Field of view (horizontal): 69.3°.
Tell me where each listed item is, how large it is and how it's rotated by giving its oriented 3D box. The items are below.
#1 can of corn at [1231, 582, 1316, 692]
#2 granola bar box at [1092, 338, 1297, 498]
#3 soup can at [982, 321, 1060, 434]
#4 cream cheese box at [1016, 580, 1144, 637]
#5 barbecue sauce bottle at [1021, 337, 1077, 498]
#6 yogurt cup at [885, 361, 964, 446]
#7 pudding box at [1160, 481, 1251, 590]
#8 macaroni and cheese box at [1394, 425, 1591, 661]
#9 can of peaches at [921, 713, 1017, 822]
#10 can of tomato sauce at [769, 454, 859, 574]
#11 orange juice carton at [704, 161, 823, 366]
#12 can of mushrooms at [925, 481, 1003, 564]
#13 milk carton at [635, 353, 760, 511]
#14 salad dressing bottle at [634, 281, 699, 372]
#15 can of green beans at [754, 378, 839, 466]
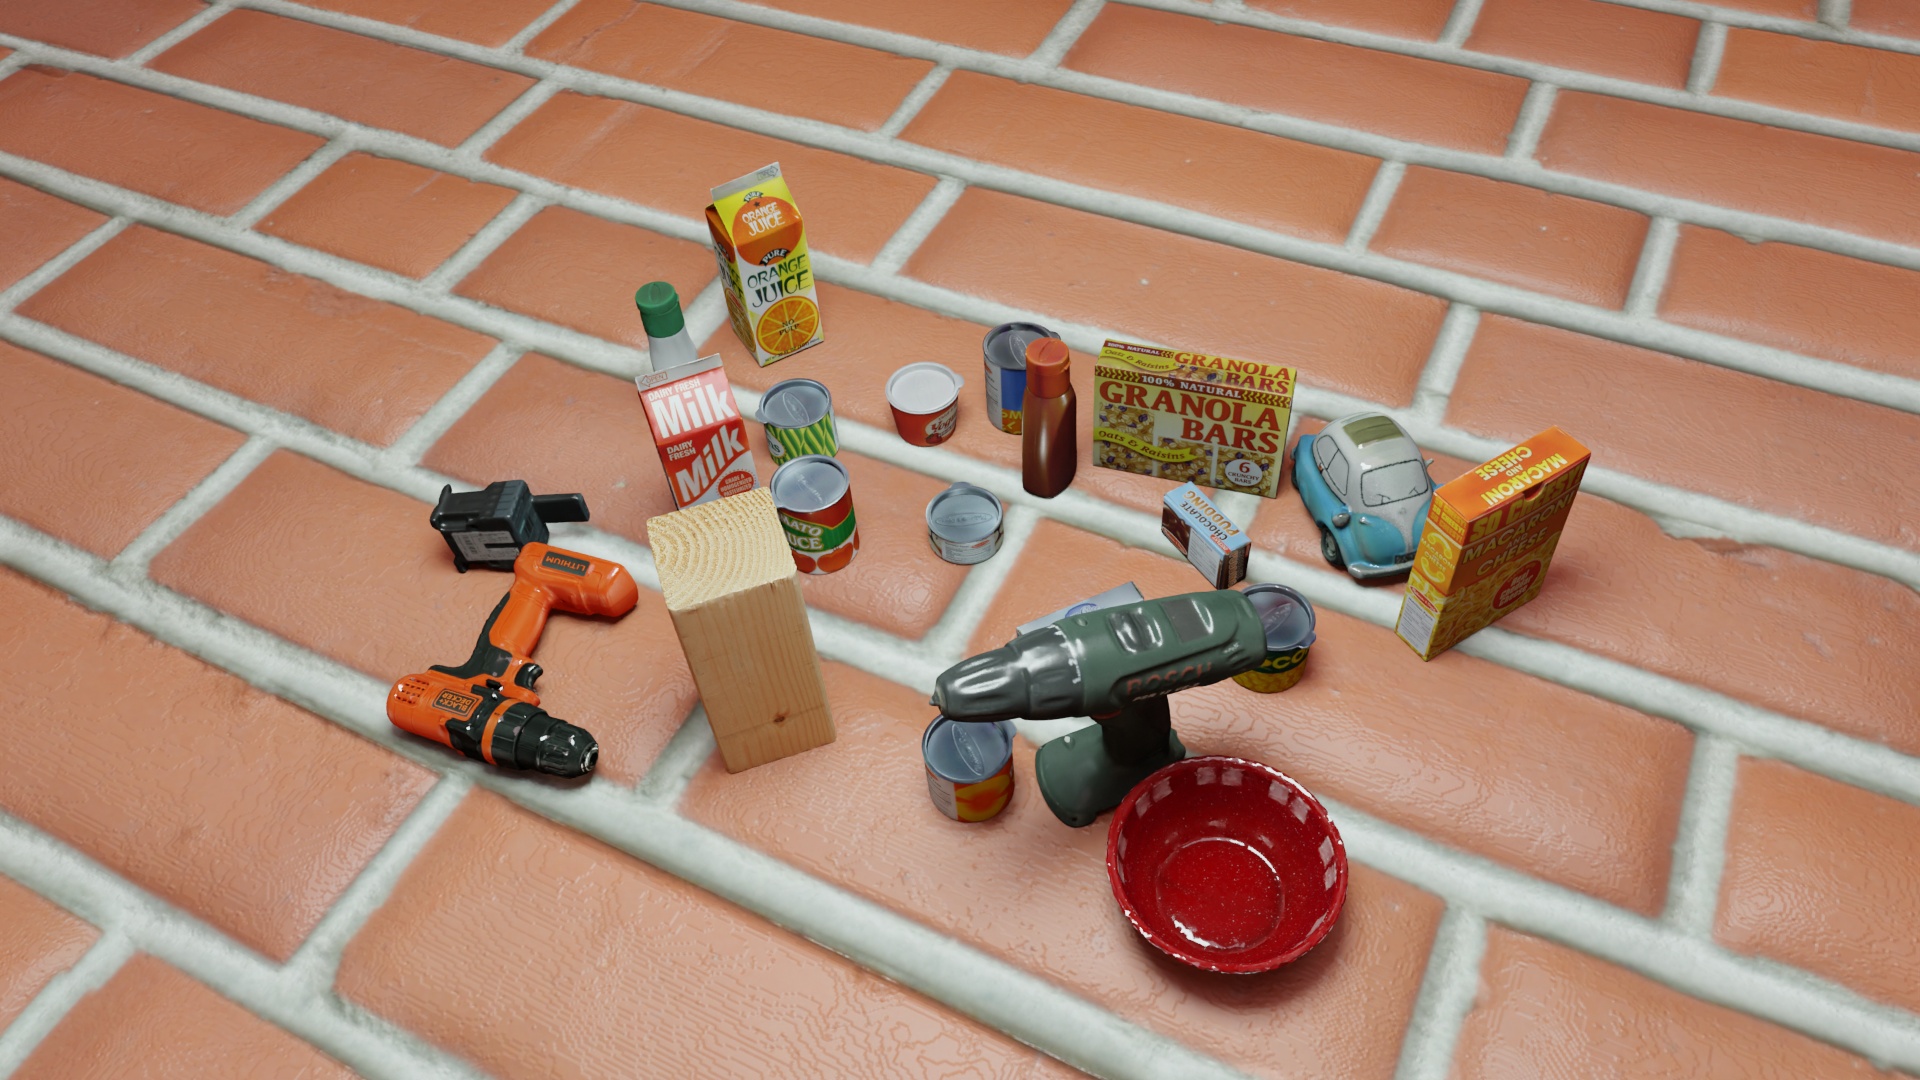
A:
[{"bbox_3d":[0.241,0.078,1.081,0.071,0.058,0.071,-2,49,3],"label":"can of corn"},{"bbox_3d":[0.200,-0.106,1.203,0.165,0.123,0.039,11,51,14],"label":"granola bar box"},{"bbox_3d":[0.058,-0.149,1.279,0.071,0.083,0.072,-2,49,3],"label":"soup can"},{"bbox_3d":[0.095,0.073,1.099,0.104,0.053,0.024,-21,50,-14],"label":"cream cheese box"},{"bbox_3d":[0.076,-0.108,1.198,0.044,0.147,0.065,19,53,20],"label":"barbecue sauce bottle"},{"bbox_3d":[-0.033,-0.124,1.283,0.072,0.053,0.073,-2,49,3],"label":"yogurt cup"},{"bbox_3d":[0.204,-0.004,1.162,0.030,0.049,0.084,-27,52,-18],"label":"pudding box"},{"bbox_3d":[0.405,0.005,1.061,0.124,0.165,0.040,-26,52,-18],"label":"macaroni and cheese box"},{"bbox_3d":[0.009,0.164,1.022,0.071,0.057,0.071,-2,49,3],"label":"can of peaches"},{"bbox_3d":[-0.124,-0.020,1.179,0.071,0.082,0.071,-2,49,3],"label":"can of tomato sauce"},{"bbox_3d":[-0.190,-0.269,1.331,0.072,0.191,0.073,-26,52,-18],"label":"orange juice carton"},{"bbox_3d":[0.004,-0.015,1.198,0.071,0.033,0.071,-2,48,3],"label":"can of mushrooms"},{"bbox_3d":[-0.216,-0.075,1.164,0.072,0.189,0.074,-19,50,-12],"label":"milk carton"},{"bbox_3d":[-0.265,-0.171,1.280,0.044,0.146,0.064,-11,49,-5],"label":"salad dressing bottle"},{"bbox_3d":[-0.147,-0.106,1.273,0.071,0.057,0.071,-2,49,3],"label":"can of green beans"}]
